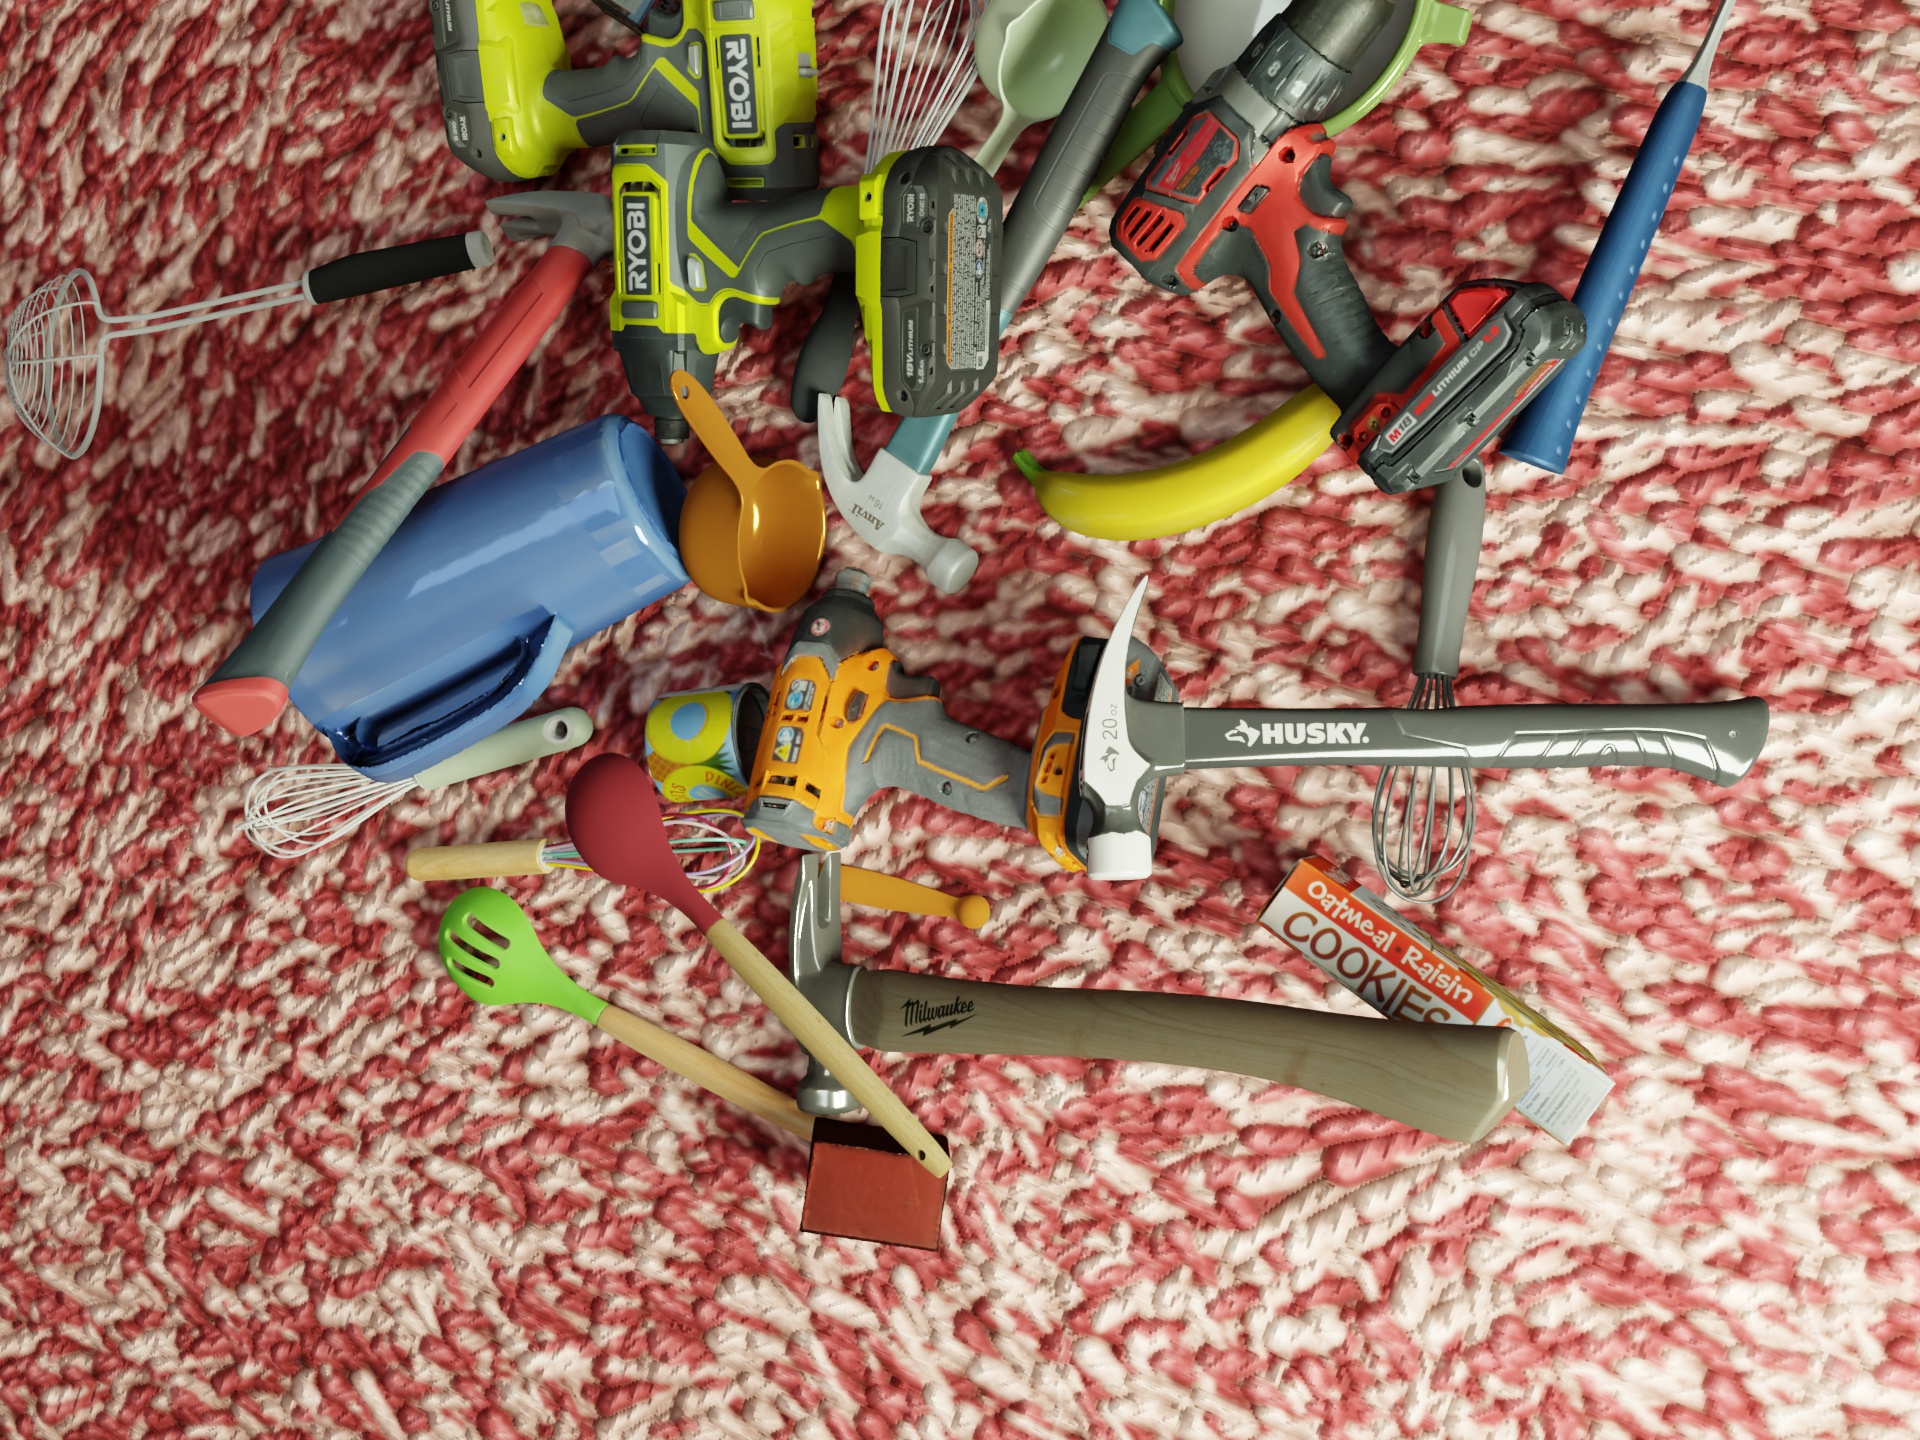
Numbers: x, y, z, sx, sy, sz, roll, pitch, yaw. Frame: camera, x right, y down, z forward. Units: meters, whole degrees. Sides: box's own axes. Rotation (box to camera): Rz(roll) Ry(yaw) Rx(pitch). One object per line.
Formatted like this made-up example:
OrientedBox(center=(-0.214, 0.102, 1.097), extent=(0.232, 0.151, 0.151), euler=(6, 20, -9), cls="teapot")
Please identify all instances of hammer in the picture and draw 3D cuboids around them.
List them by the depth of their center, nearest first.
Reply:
OrientedBox(center=(0.225, 0.002, 0.778), extent=(0.334, 0.035, 0.146), euler=(-1, 81, 0), cls="hammer")
OrientedBox(center=(0.363, -0.318, 0.780), extent=(0.035, 0.144, 0.405), euler=(24, 102, 19), cls="hammer")
OrientedBox(center=(0.071, 0.142, 0.792), extent=(0.411, 0.038, 0.146), euler=(-2, 88, 38), cls="hammer")
OrientedBox(center=(0.026, -0.243, 0.881), extent=(0.128, 0.033, 0.331), euler=(36, 107, 18), cls="hammer")
OrientedBox(center=(-0.314, -0.160, 0.907), extent=(0.143, 0.038, 0.386), euler=(14, 63, 30), cls="hammer")

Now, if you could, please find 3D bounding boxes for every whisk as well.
OrientedBox(center=(0.248, -0.024, 0.821), extent=(0.055, 0.055, 0.239), euler=(7, 84, 17), cls="whisk")
OrientedBox(center=(-0.046, -0.310, 0.926), extent=(0.070, 0.070, 0.284), euler=(23, 98, 17), cls="whisk")
OrientedBox(center=(-0.233, 0.084, 0.961), extent=(0.245, 0.051, 0.047), euler=(-5, 91, 20), cls="whisk")
OrientedBox(center=(-0.343, 0.034, 0.996), extent=(0.246, 0.059, 0.058), euler=(-16, 90, 10), cls="whisk")

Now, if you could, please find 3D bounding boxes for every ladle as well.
OrientedBox(center=(-0.118, 0.132, 0.874), extent=(0.315, 0.031, 0.069), euler=(43, 112, 17), cls="ladle")

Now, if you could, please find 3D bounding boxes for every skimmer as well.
OrientedBox(center=(-0.477, -0.266, 1.065), extent=(0.363, 0.090, 0.127), euler=(-11, 81, 6), cls="skimmer")

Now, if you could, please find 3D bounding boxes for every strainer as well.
OrientedBox(center=(0.146, -0.350, 0.872), extent=(0.256, 0.069, 0.151), euler=(-34, 79, 30), cls="strainer")

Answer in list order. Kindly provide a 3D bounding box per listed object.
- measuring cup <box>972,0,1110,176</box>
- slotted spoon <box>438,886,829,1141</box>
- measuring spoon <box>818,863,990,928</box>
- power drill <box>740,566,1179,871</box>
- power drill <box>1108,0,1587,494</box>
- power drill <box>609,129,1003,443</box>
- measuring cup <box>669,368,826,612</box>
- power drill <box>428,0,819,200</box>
OrientedBox(center=(0.018, -0.347, 0.908), extent=(0.167, 0.083, 0.038), euler=(-53, 56, 25), cls="measuring cup")
OrientedBox(center=(-0.191, 0.186, 0.950), extent=(0.314, 0.031, 0.070), euler=(24, 99, 16), cls="slotted spoon")
OrientedBox(center=(-0.039, 0.100, 0.916), extent=(0.117, 0.011, 0.021), euler=(11, 89, 18), cls="measuring spoon")
OrientedBox(center=(-0.001, -0.003, 0.873), extent=(0.226, 0.084, 0.164), euler=(5, 74, 21), cls="power drill")
OrientedBox(center=(0.199, -0.243, 0.778), extent=(0.227, 0.080, 0.188), euler=(49, 122, 14), cls="power drill")
OrientedBox(center=(-0.094, -0.234, 0.875), extent=(0.223, 0.080, 0.171), euler=(9, 107, 27), cls="power drill")
OrientedBox(center=(-0.136, -0.132, 0.883), extent=(0.052, 0.173, 0.095), euler=(10, 61, 29), cls="measuring cup")
OrientedBox(center=(-0.193, -0.407, 0.938), extent=(0.228, 0.080, 0.190), euler=(5, 112, 18), cls="power drill")
